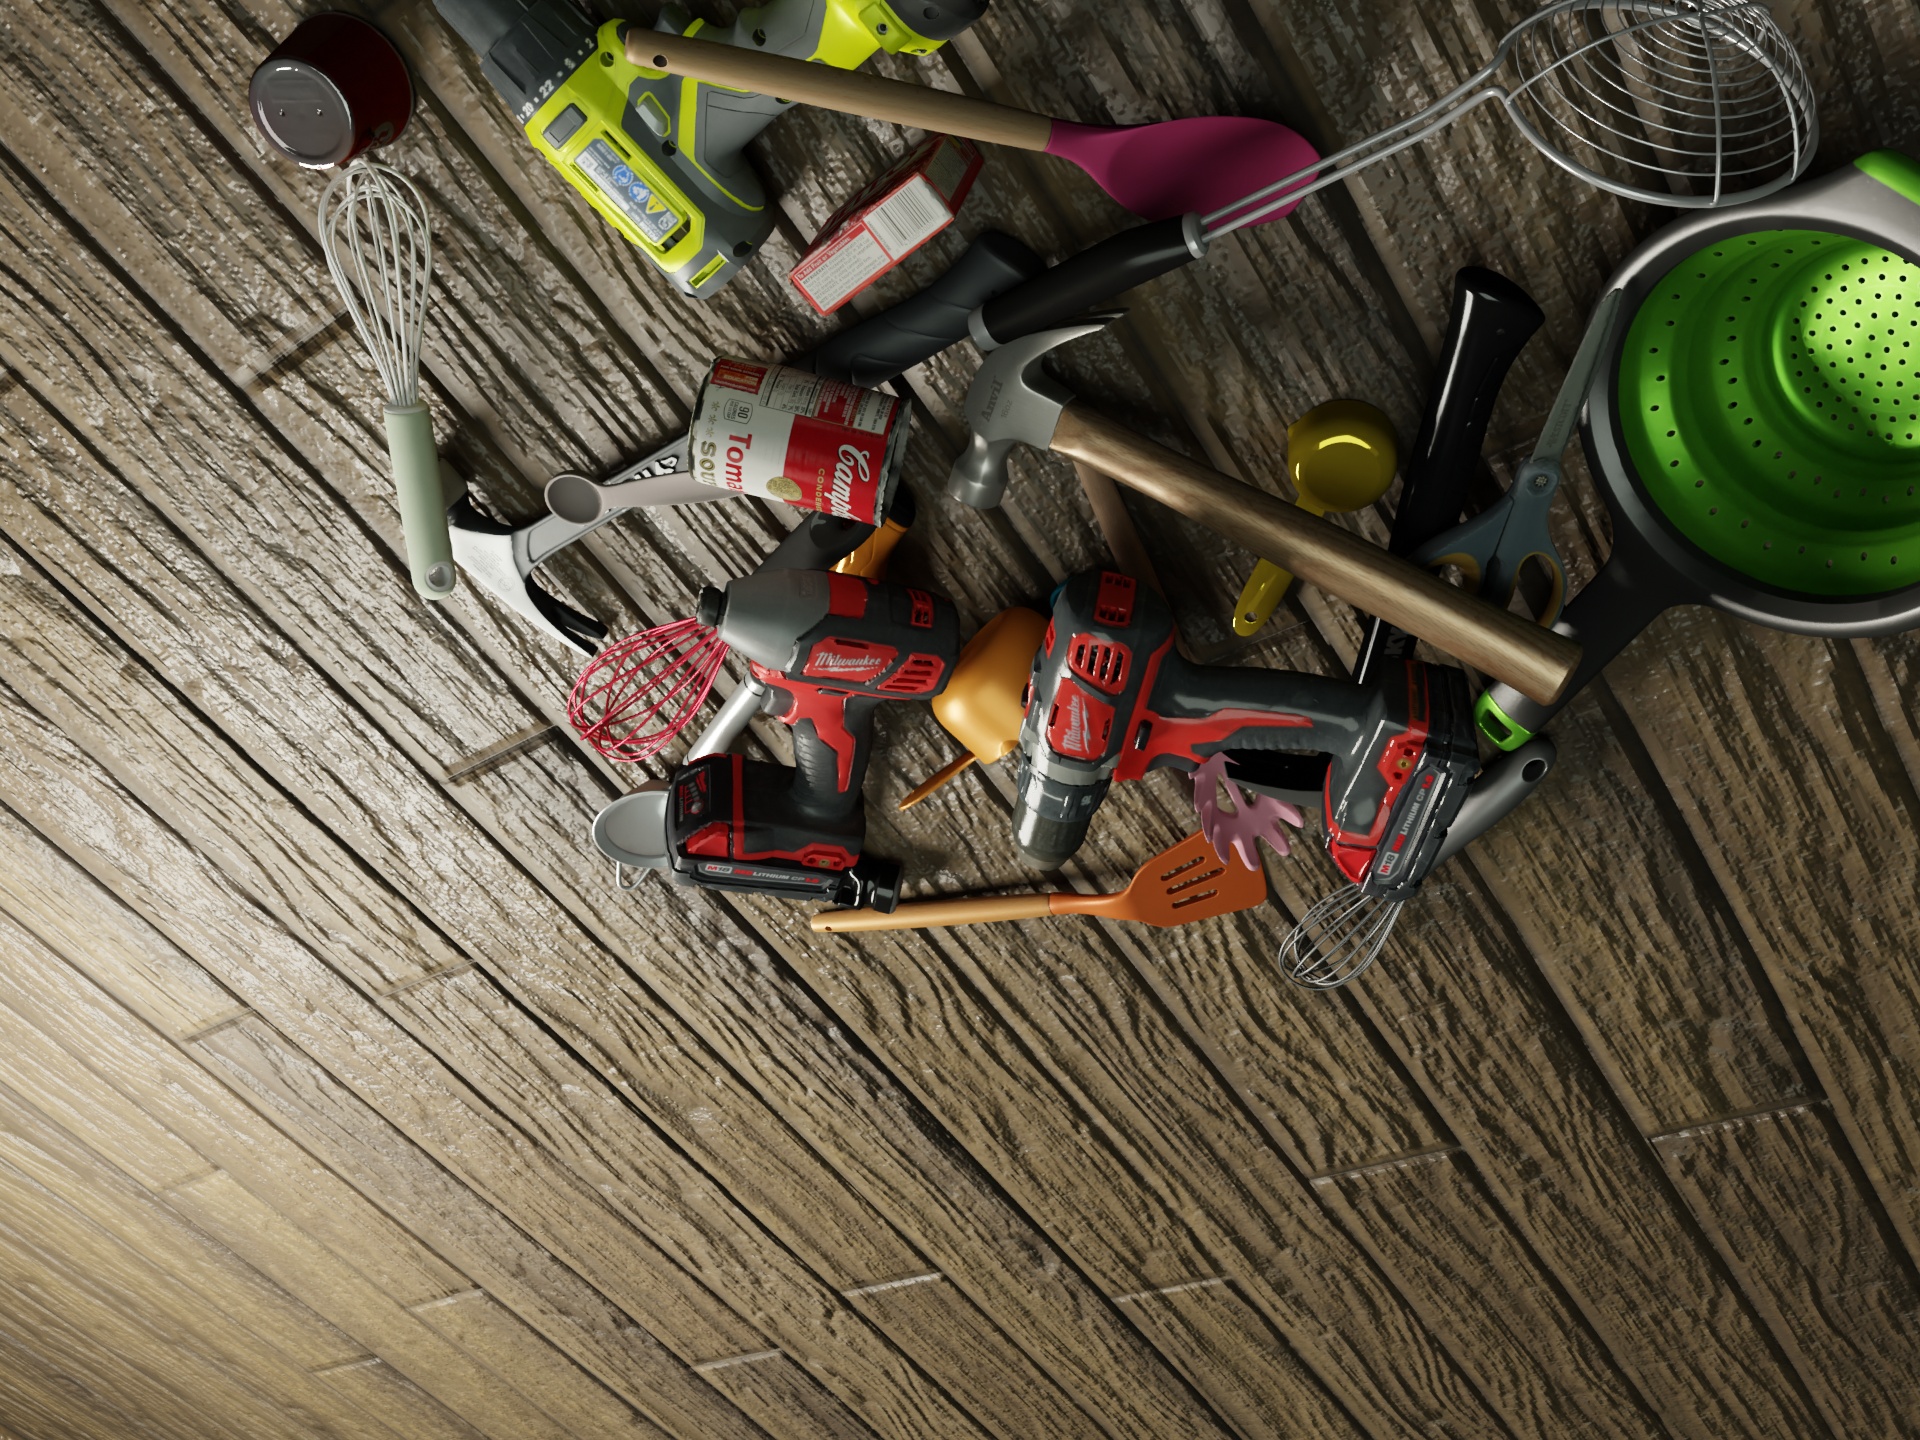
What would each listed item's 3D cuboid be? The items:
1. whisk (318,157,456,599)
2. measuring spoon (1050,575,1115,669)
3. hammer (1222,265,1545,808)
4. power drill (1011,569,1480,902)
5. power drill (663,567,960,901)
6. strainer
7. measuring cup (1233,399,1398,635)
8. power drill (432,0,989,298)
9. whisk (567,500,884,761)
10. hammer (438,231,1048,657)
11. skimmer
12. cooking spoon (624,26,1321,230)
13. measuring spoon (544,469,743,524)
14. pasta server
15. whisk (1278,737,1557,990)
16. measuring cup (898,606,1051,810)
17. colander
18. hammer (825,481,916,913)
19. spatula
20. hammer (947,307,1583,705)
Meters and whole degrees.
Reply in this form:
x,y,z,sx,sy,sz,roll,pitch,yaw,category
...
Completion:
x,y,z,sx,sy,sz,roll,pitch,yaw,category
-0.308,-0.181,0.877,0.059,0.058,0.246,29,129,43,whisk
0.095,-0.042,0.938,0.042,0.021,0.128,-2,139,36,measuring spoon
0.230,-0.078,0.830,0.146,0.035,0.334,0,132,-4,hammer
0.139,0.026,0.850,0.226,0.080,0.187,14,129,1,power drill
-0.099,0.004,0.914,0.143,0.079,0.219,9,133,-18,power drill
-0.171,0.030,1.028,0.086,0.050,0.258,13,141,-28,strainer
0.183,-0.099,0.855,0.062,0.029,0.156,21,128,-3,measuring cup
-0.116,-0.323,0.717,0.228,0.080,0.190,-29,118,35,power drill
-0.144,-0.055,0.940,0.073,0.073,0.296,41,129,-19,whisk
-0.127,-0.156,0.884,0.409,0.036,0.149,-22,122,28,hammer
0.173,-0.221,0.706,0.363,0.127,0.090,-17,141,33,skimmer
0.014,-0.264,0.700,0.318,0.017,0.068,5,151,-19,cooking spoon
-0.170,-0.132,0.886,0.124,0.018,0.034,-5,132,7,measuring spoon
0.122,-0.042,0.914,0.060,0.040,0.316,-27,120,3,pasta server
0.280,0.092,0.981,0.055,0.055,0.239,30,125,-11,whisk
-0.002,-0.003,0.945,0.052,0.095,0.173,43,129,-10,measuring cup
0.370,-0.106,0.768,0.205,0.094,0.396,48,152,15,colander
-0.080,-0.010,0.993,0.127,0.034,0.336,13,131,2,hammer
0.043,0.120,1.079,0.322,0.041,0.081,-8,127,25,spatula
0.151,-0.101,0.795,0.331,0.031,0.130,29,130,12,hammer
